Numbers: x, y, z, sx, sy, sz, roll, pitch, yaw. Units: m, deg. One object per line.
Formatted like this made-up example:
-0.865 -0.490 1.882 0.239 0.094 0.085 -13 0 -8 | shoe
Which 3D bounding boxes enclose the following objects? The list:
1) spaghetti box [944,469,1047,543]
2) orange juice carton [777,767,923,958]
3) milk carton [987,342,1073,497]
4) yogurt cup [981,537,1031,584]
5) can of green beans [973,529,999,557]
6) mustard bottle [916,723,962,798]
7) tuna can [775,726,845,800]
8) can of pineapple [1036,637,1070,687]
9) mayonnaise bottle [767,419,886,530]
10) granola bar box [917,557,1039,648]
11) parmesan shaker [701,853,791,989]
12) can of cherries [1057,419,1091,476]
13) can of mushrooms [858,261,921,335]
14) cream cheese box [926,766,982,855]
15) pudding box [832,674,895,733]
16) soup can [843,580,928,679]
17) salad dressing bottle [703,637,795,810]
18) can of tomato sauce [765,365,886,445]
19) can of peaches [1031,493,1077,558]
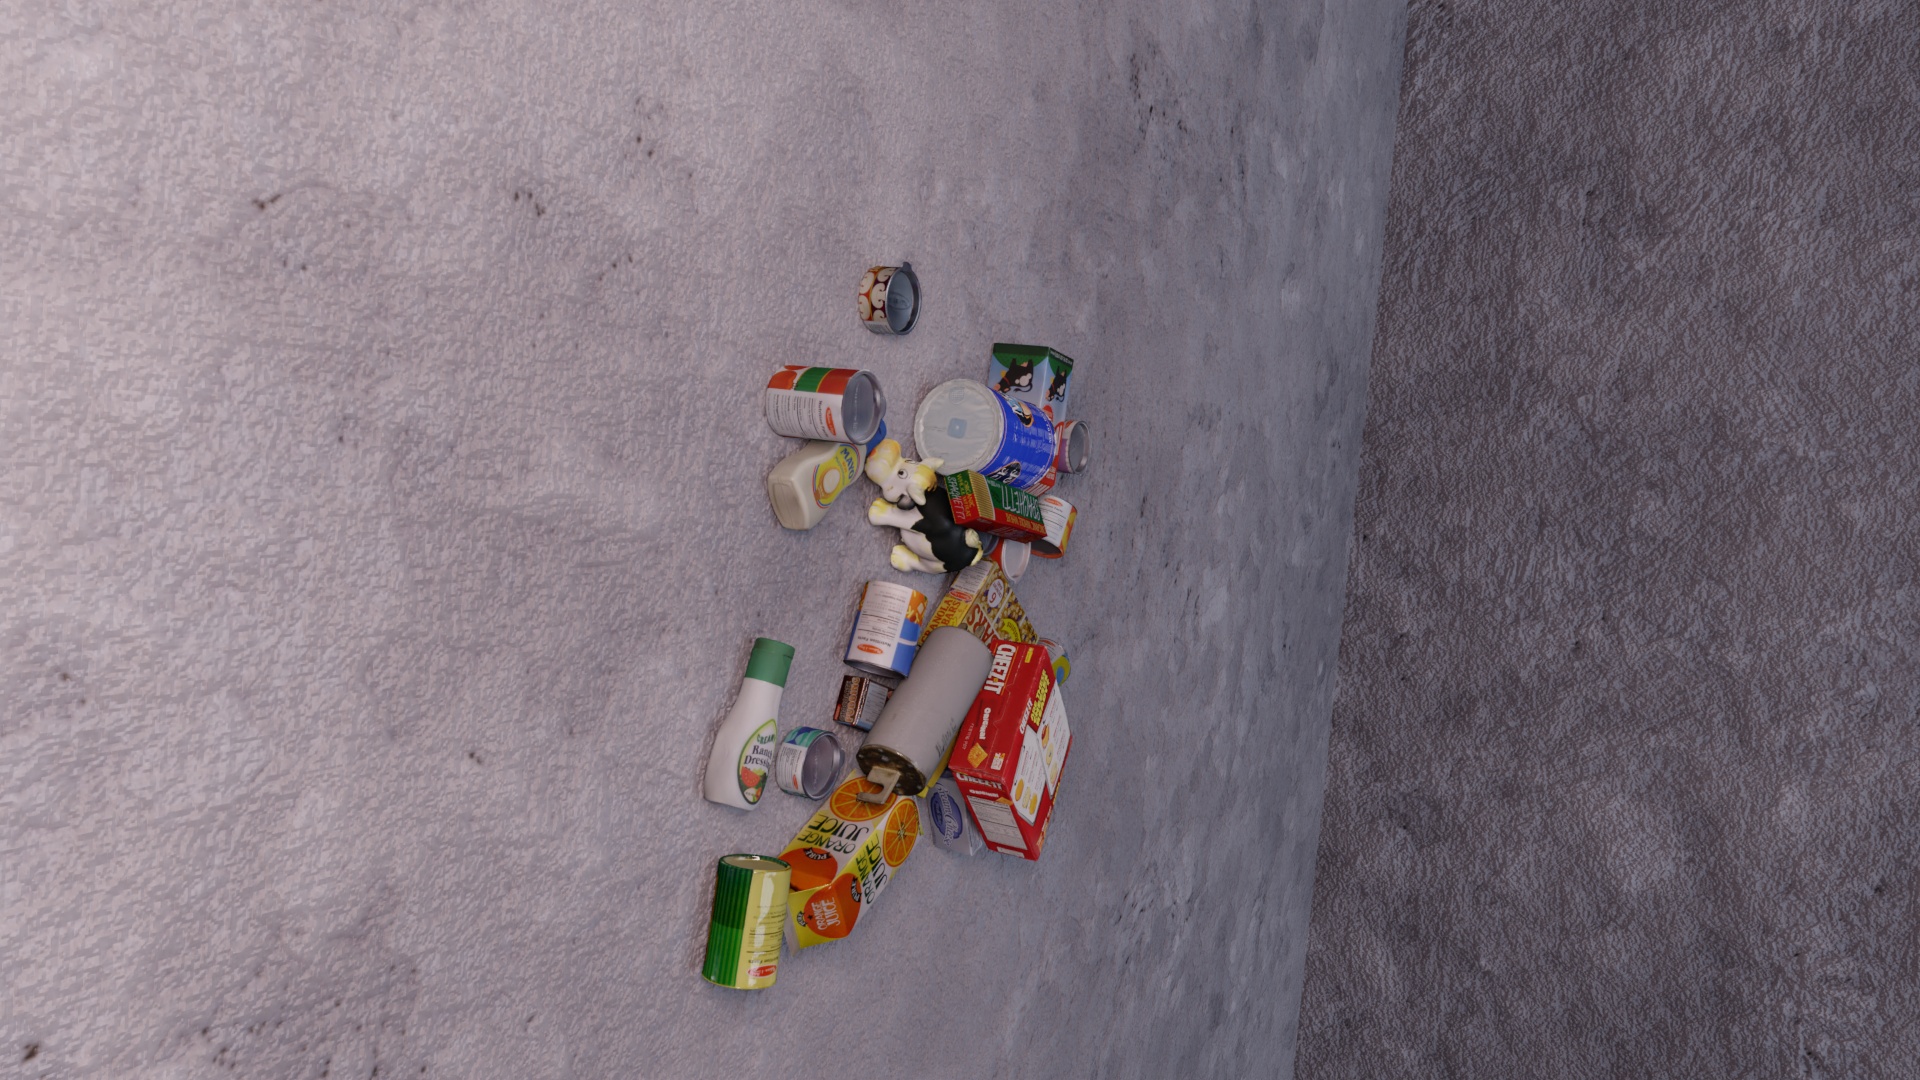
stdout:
0.041 -0.032 1.441 0.250 0.028 0.050 14 61 -71 | spaghetti box
-0.117 0.313 1.346 0.194 0.073 0.071 -46 135 -47 | orange juice carton
0.070 -0.124 1.584 0.072 0.073 0.190 12 86 -62 | milk carton
0.042 0.010 1.586 0.072 0.054 0.072 -22 116 -58 | yogurt cup
0.004 -0.018 1.505 0.071 0.058 0.071 -22 116 -58 | can of green beans
-0.040 0.221 1.480 0.160 0.065 0.048 -68 154 -15 | mustard bottle
-0.142 0.210 1.317 0.071 0.033 0.071 -23 117 -58 | tuna can
0.094 0.162 1.703 0.058 0.071 0.070 -34 125 -54 | can of pineapple
-0.120 -0.072 1.283 0.149 0.041 0.064 -49 135 -45 | mayonnaise bottle
0.024 0.114 1.575 0.125 0.039 0.165 -58 144 -23 | granola bar box
-0.187 0.336 1.231 0.071 0.071 0.103 12 85 -61 | parmesan shaker
0.120 -0.113 1.695 0.072 0.058 0.071 -23 116 -59 | can of cherries
-0.068 -0.235 1.348 0.071 0.033 0.071 -22 116 -57 | can of mushrooms
-0.009 0.302 1.562 0.024 0.053 0.103 -41 131 -48 | cream cheese box
-0.091 0.169 1.404 0.083 0.030 0.050 34 66 -59 | pudding box
-0.073 0.090 1.382 0.071 0.071 0.084 39 63 -58 | soup can
-0.183 0.160 1.220 0.064 0.044 0.148 38 64 -59 | salad dressing bottle
-0.119 -0.121 1.229 0.071 0.083 0.071 -23 117 -58 | can of tomato sauce
0.102 -0.017 1.677 0.071 0.071 0.058 49 54 -54 | can of peaches
